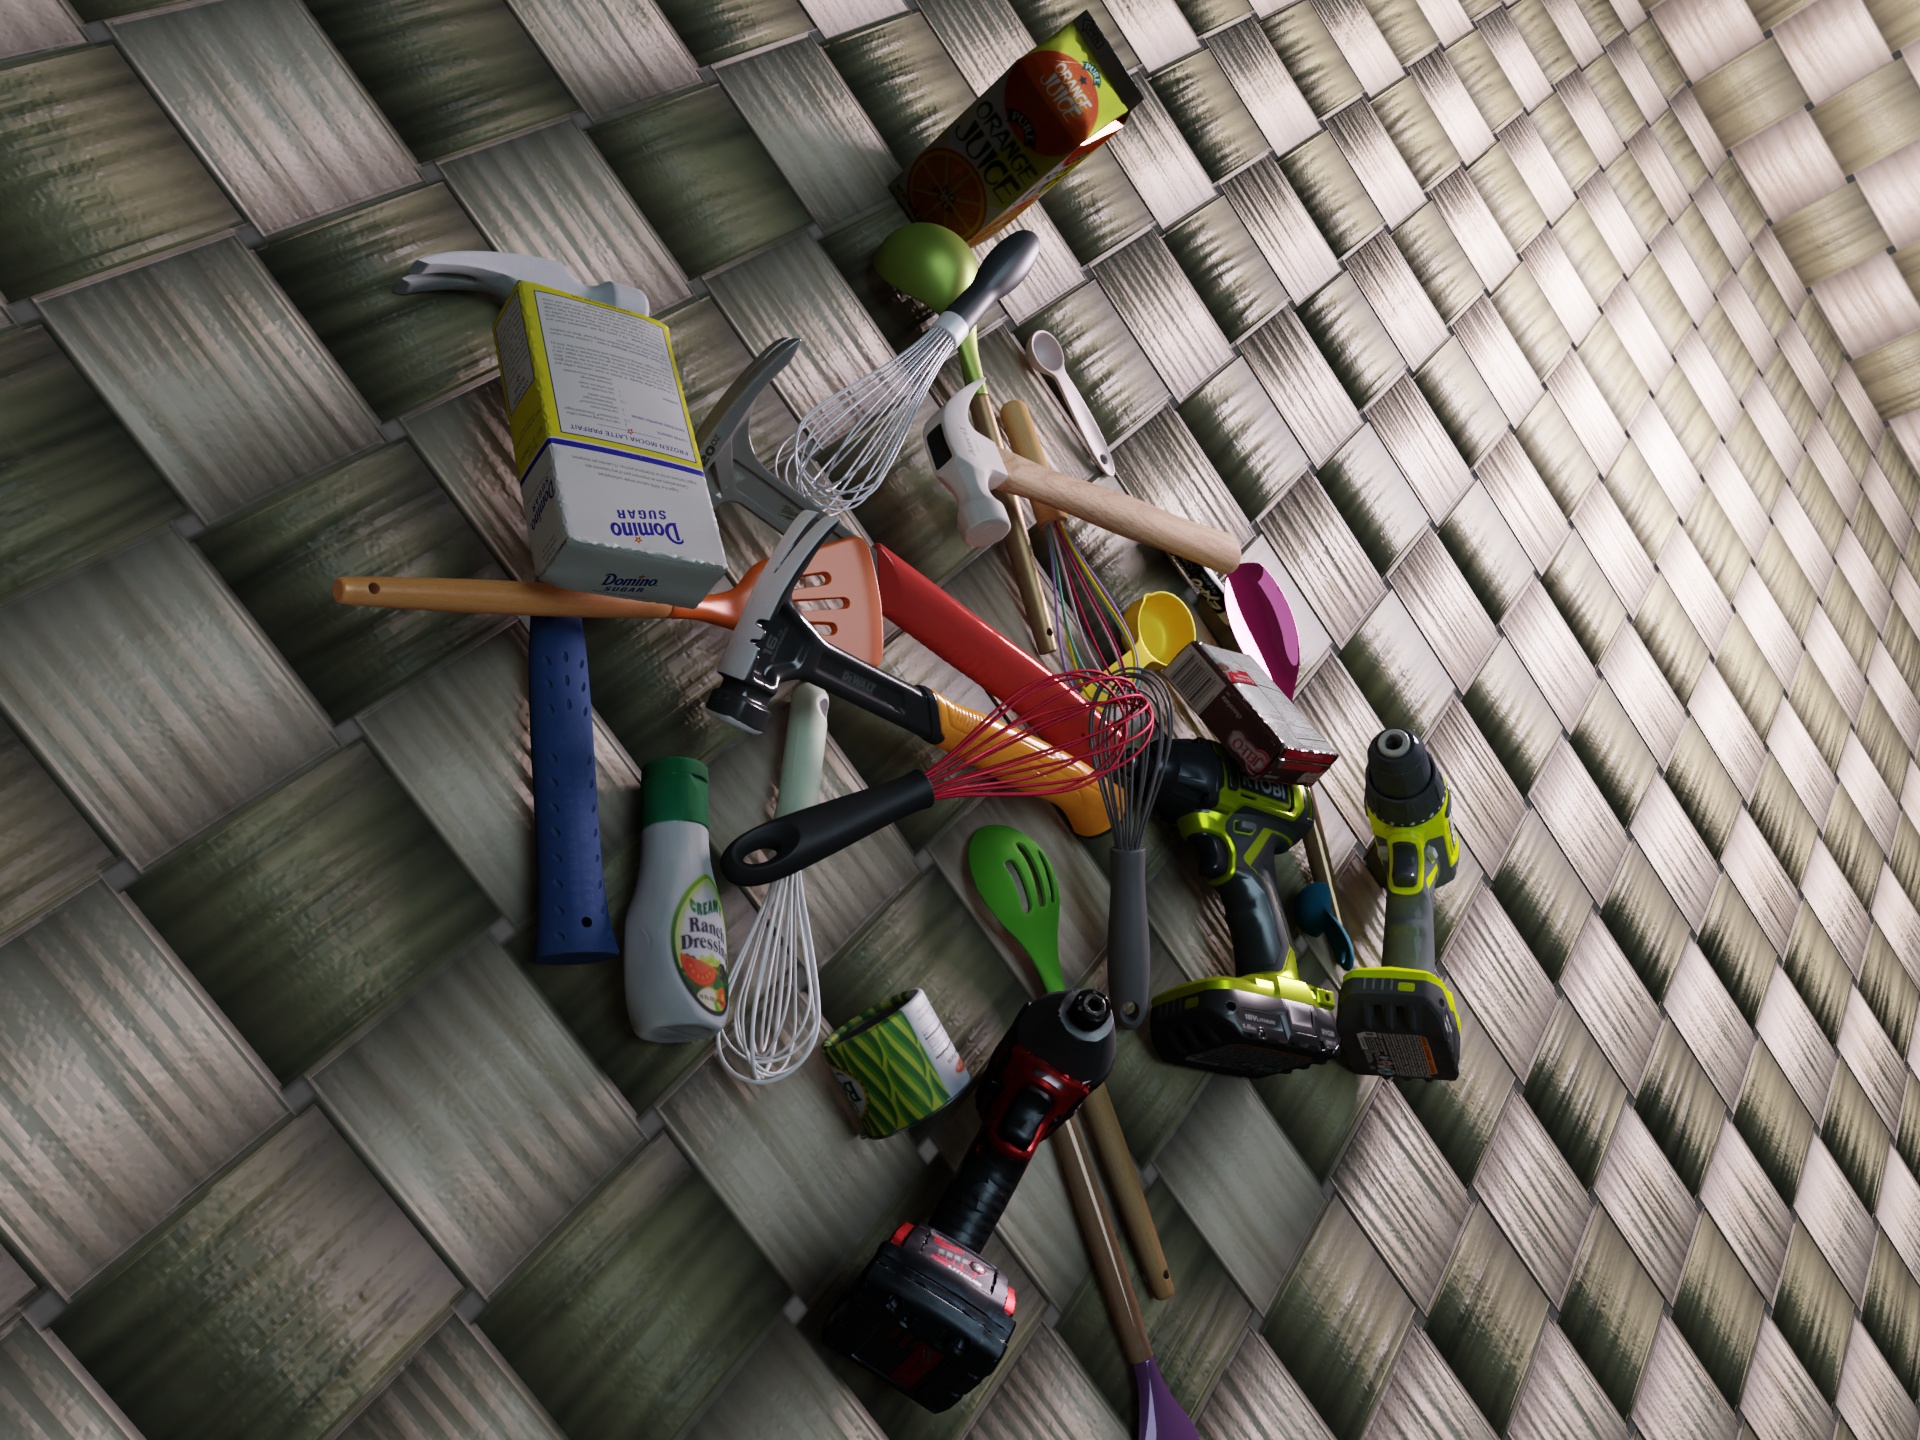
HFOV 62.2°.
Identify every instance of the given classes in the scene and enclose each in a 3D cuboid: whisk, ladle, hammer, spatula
[{"bbox_3d":[-0.005,0.033,0.915,0.296,0.073,0.073,-21,86,-29],"label":"whisk"},{"bbox_3d":[0.011,-0.199,1.122,0.078,0.062,0.320,-14,88,-42],"label":"ladle"},{"bbox_3d":[-0.225,-0.072,0.857,0.144,0.035,0.406,7,67,-39],"label":"hammer"},{"bbox_3d":[0.096,-0.152,1.114,0.331,0.031,0.130,10,52,-48],"label":"hammer"},{"bbox_3d":[0.076,-0.122,1.125,0.051,0.047,0.245,-12,71,-18],"label":"whisk"},{"bbox_3d":[-0.172,-0.065,0.846,0.322,0.041,0.081,-2,83,-47],"label":"spatula"},{"bbox_3d":[-0.020,-0.079,1.004,0.358,0.037,0.149,35,88,-31],"label":"hammer"},{"bbox_3d":[-0.002,-0.003,0.970,0.336,0.034,0.127,28,84,-43],"label":"hammer"},{"bbox_3d":[-0.025,-0.237,1.048,0.070,0.070,0.285,45,63,-17],"label":"whisk"},{"bbox_3d":[0.111,0.085,1.032,0.055,0.055,0.239,-7,99,-42],"label":"whisk"},{"bbox_3d":[-0.098,0.085,0.897,0.057,0.059,0.247,64,25,-55],"label":"whisk"},{"bbox_3d":[0.100,0.362,0.963,0.059,0.018,0.316,-11,80,-43],"label":"spatula"}]

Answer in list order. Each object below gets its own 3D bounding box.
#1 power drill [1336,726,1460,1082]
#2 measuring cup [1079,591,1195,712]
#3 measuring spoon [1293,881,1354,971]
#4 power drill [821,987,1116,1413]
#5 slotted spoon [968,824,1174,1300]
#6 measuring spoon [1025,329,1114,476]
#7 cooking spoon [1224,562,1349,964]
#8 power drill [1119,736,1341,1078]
[{"bbox_3d":[0.328,0.133,1.178,0.190,0.080,0.229,57,38,-52],"label":"power drill"},{"bbox_3d":[0.113,-0.036,1.150,0.156,0.029,0.062,-42,105,-31],"label":"measuring cup"},{"bbox_3d":[0.260,0.150,1.146,0.021,0.129,0.042,11,103,-2],"label":"measuring spoon"},{"bbox_3d":[0.018,0.244,0.857,0.078,0.143,0.220,31,51,4],"label":"power drill"},{"bbox_3d":[0.076,0.212,1.003,0.070,0.031,0.314,-14,83,-47],"label":"slotted spoon"},{"bbox_3d":[0.083,-0.239,1.216,0.034,0.018,0.124,-43,108,-43],"label":"measuring spoon"},{"bbox_3d":[0.257,0.031,1.228,0.068,0.017,0.319,-9,82,-33],"label":"cooking spoon"},{"bbox_3d":[0.183,0.124,1.102,0.171,0.080,0.223,18,57,-36],"label":"power drill"}]
